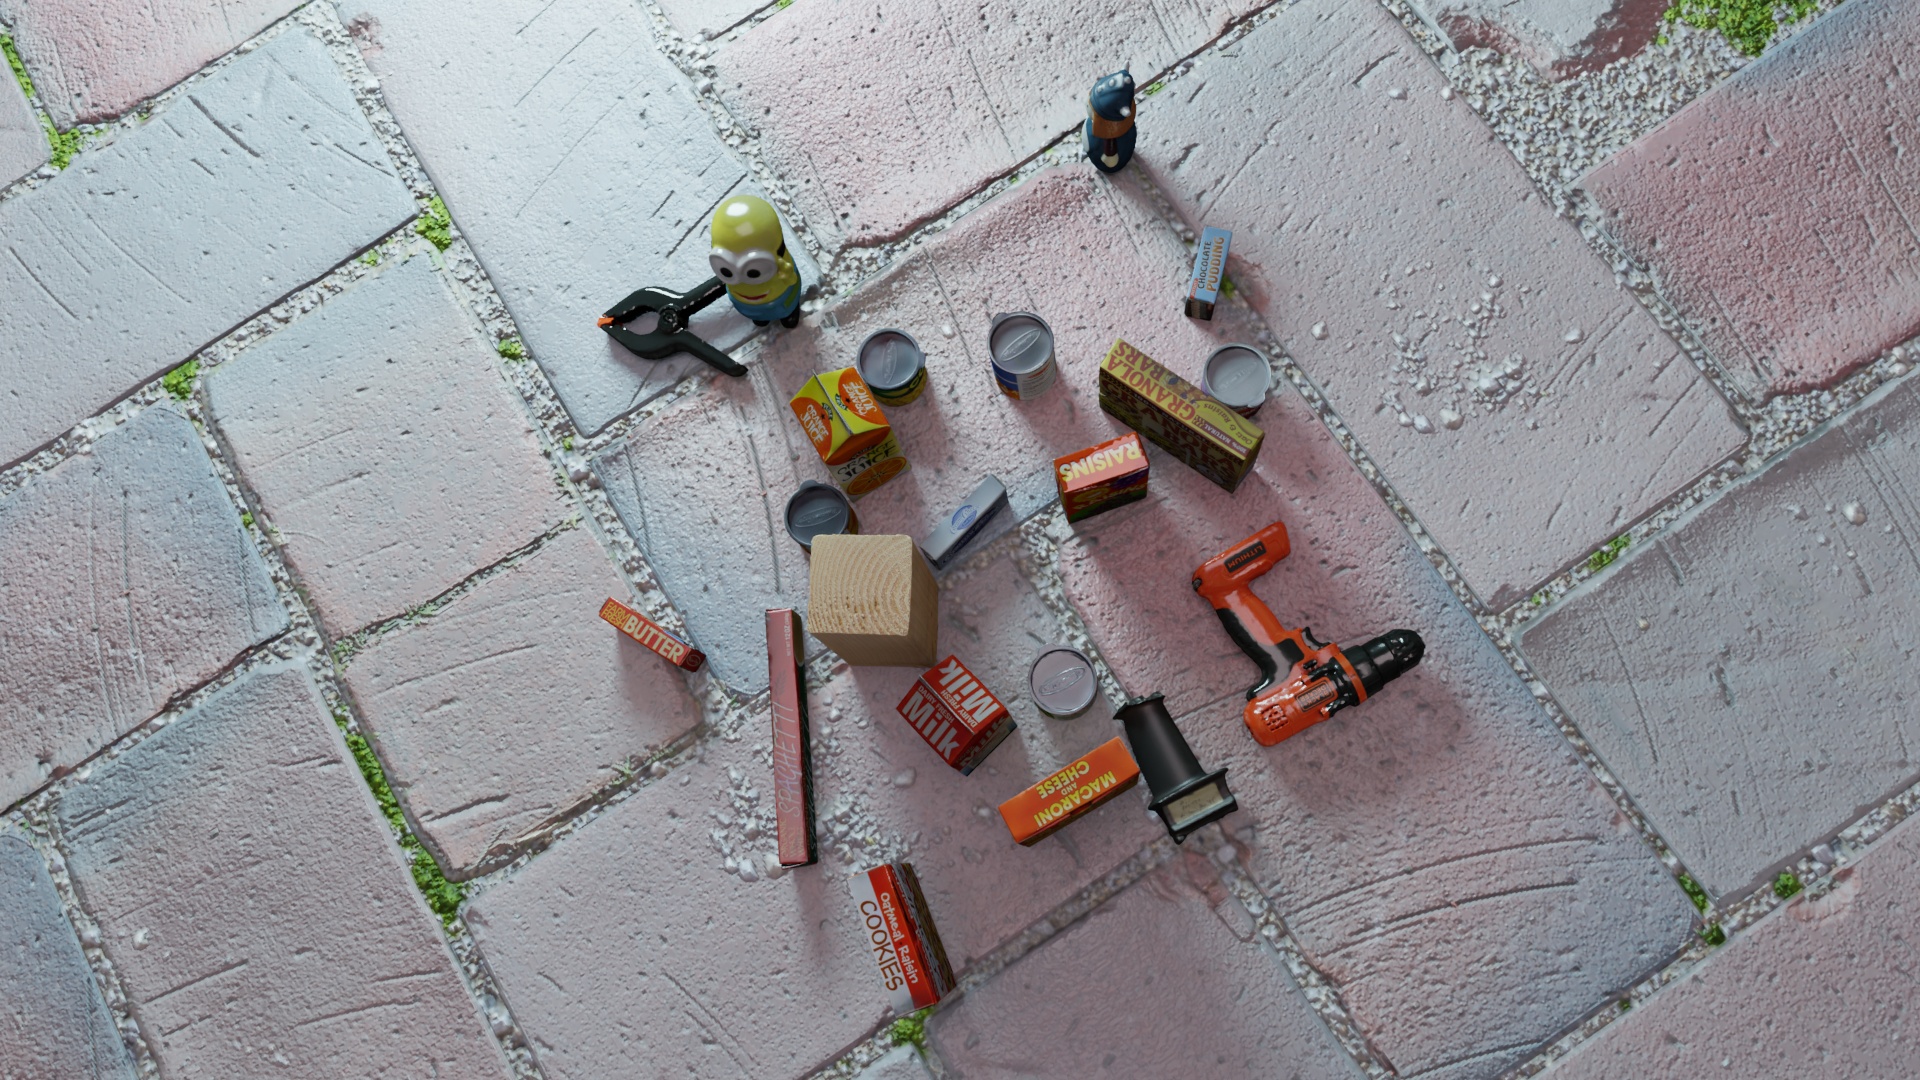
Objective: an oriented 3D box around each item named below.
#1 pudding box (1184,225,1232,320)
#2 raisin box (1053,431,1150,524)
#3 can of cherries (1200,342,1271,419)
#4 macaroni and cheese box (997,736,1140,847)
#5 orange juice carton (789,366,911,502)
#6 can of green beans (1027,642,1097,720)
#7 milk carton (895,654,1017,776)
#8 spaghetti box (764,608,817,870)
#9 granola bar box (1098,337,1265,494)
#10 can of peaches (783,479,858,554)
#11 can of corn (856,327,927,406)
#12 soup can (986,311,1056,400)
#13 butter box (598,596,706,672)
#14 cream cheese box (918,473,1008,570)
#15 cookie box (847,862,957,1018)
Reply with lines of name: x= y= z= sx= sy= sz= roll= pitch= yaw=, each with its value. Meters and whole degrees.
pudding box: x=0.254 y=-0.274 z=1.422 sx=0.030 sy=0.049 sz=0.084 roll=14 pitch=78 yaw=9
raisin box: x=0.136 y=-0.059 z=1.345 sx=0.086 sy=0.123 sz=0.040 roll=-18 pitch=76 yaw=2
can of cherries: x=0.275 y=-0.154 z=1.387 sx=0.071 sy=0.058 sz=0.071 roll=-1 pitch=77 yaw=6
macaroni and cheese box: x=0.101 y=0.230 z=1.256 sx=0.124 sy=0.166 sz=0.040 roll=-30 pitch=76 yaw=-2
orange juice carton: x=-0.107 y=-0.106 z=1.345 sx=0.073 sy=0.192 sz=0.072 roll=-30 pitch=76 yaw=-1
can of green beans: x=0.099 y=0.138 z=1.335 sx=0.071 sy=0.057 sz=0.071 roll=-1 pitch=77 yaw=6
milk carton: x=-0.003 y=0.160 z=1.271 sx=0.073 sy=0.190 sz=0.072 roll=-44 pitch=77 yaw=-5
spaghetti box: x=-0.165 y=0.192 z=1.353 sx=0.029 sy=0.050 sz=0.250 roll=-7 pitch=76 yaw=4
granola bar box: x=0.211 y=-0.118 z=1.351 sx=0.166 sy=0.124 sz=0.039 roll=35 pitch=83 yaw=12
can of peaches: x=-0.140 y=-0.021 z=1.397 sx=0.071 sy=0.058 sz=0.071 roll=-1 pitch=77 yaw=6
can of corn: x=-0.067 y=-0.177 z=1.427 sx=0.071 sy=0.058 sz=0.071 roll=-1 pitch=77 yaw=6
soup can: x=0.062 y=-0.187 z=1.404 sx=0.071 sy=0.083 sz=0.071 roll=-1 pitch=77 yaw=6
butter box: x=-0.308 y=0.095 z=1.389 sx=0.103 sy=0.053 sz=0.024 roll=30 pitch=82 yaw=12
cream cheese box: x=0.005 y=-0.017 z=1.384 sx=0.024 sy=0.053 sz=0.104 roll=44 pitch=84 yaw=13
cookie box: x=-0.049 y=0.352 z=1.242 sx=0.040 sy=0.167 sz=0.123 roll=-23 pitch=76 yaw=1
